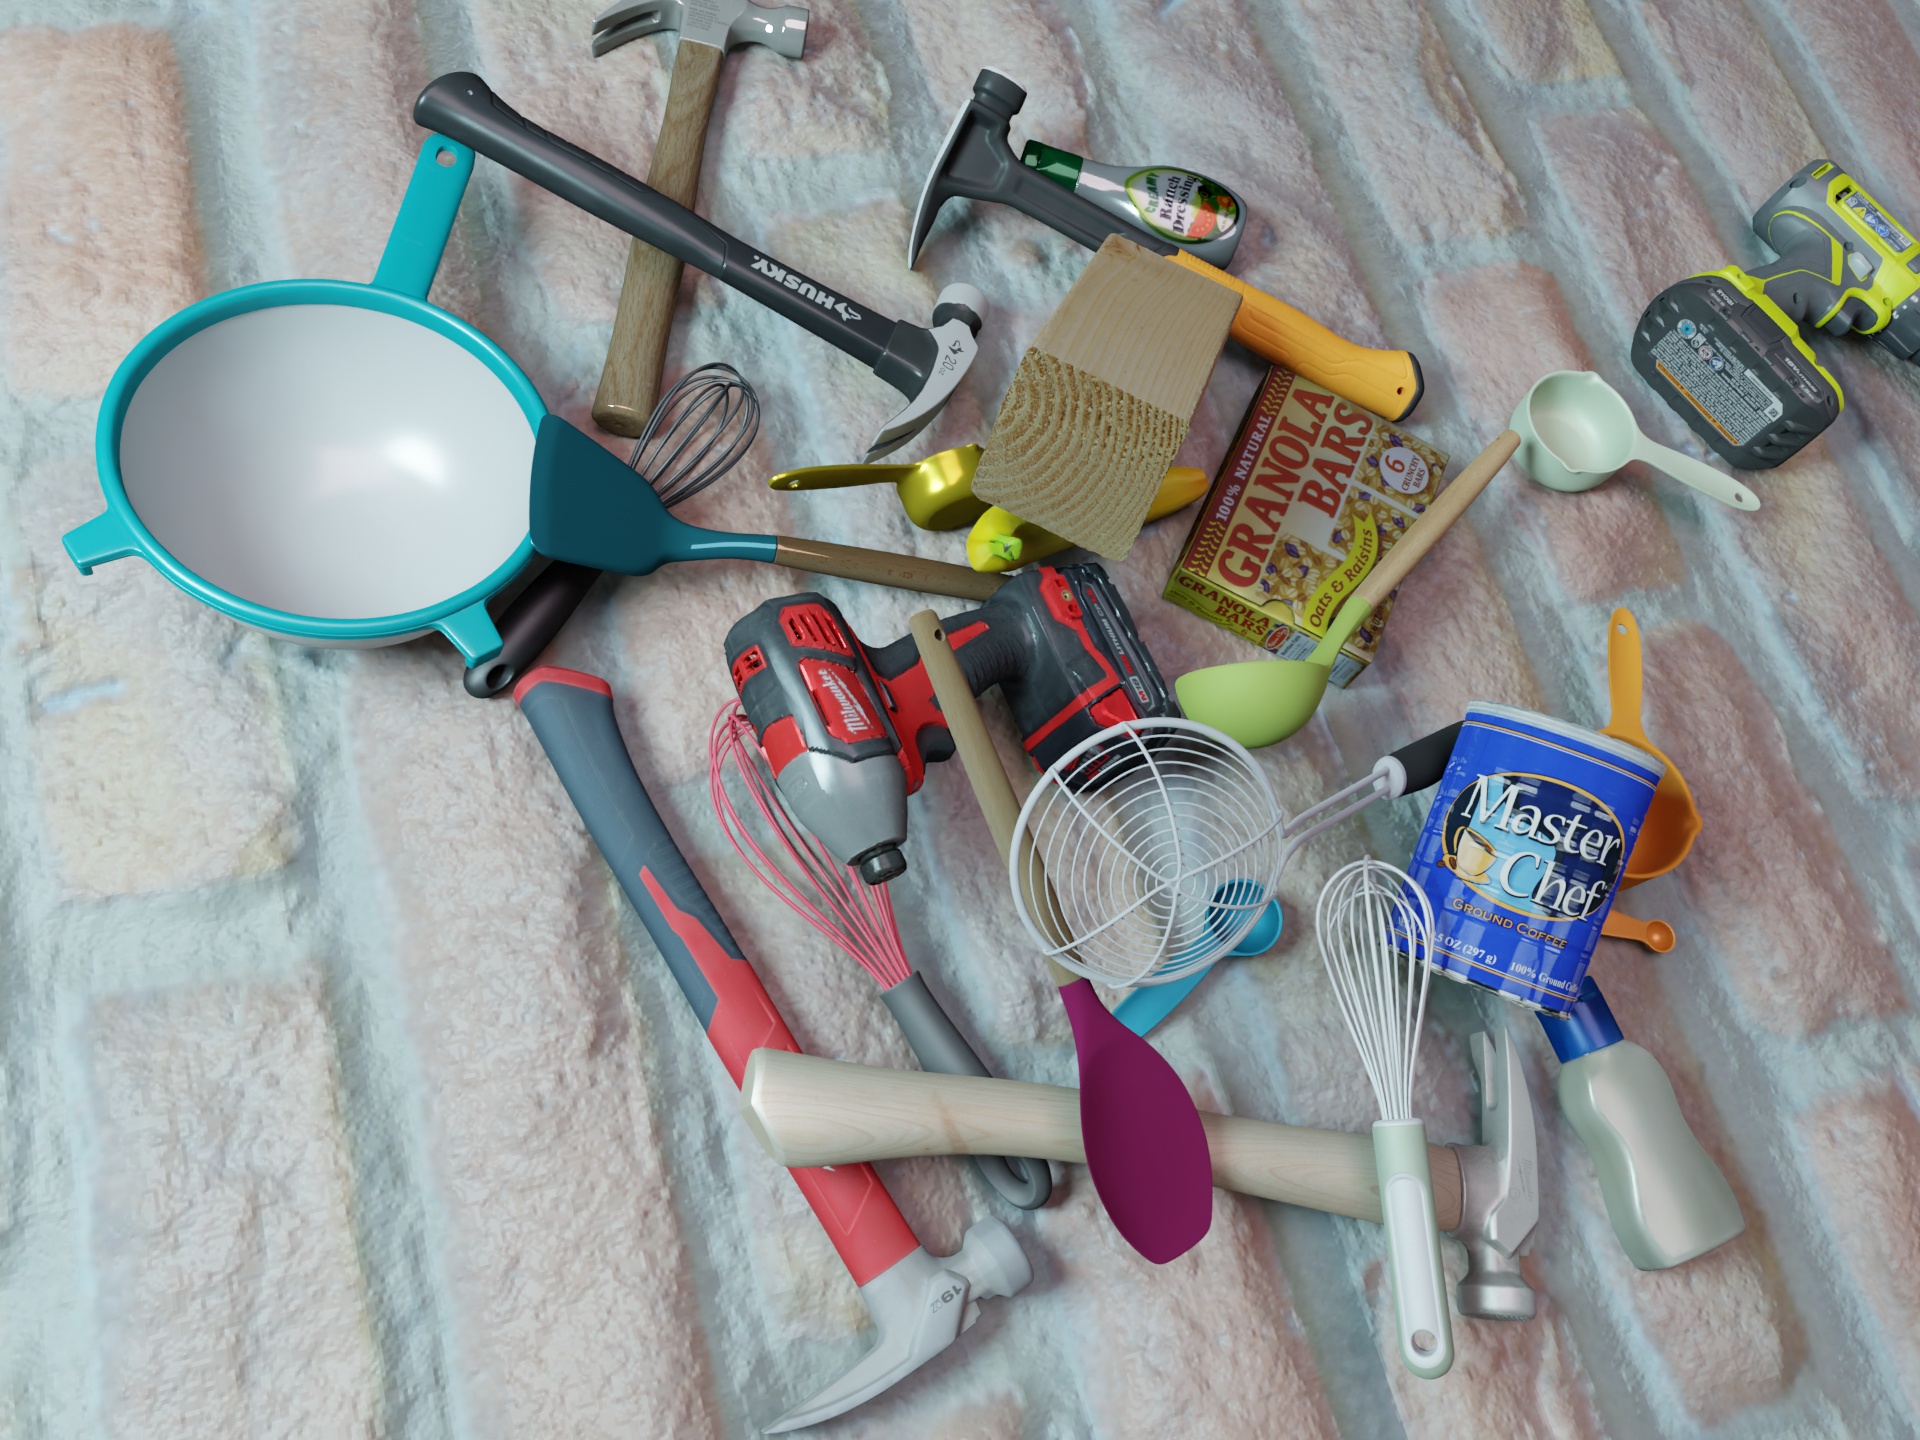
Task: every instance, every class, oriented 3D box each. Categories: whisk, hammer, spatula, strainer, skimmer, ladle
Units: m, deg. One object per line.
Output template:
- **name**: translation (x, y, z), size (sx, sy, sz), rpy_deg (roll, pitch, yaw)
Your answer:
- **whisk**: translation (-0.187, -0.104, 0.863), size (0.055, 0.055, 0.239), rpy_deg (35, 70, 3)
- **hammer**: translation (-0.177, -0.318, 0.959), size (0.130, 0.031, 0.331), rpy_deg (10, 66, -8)
- **whisk**: translation (-0.041, 0.115, 0.794), size (0.073, 0.073, 0.296), rpy_deg (-30, 83, -22)
- **hammer**: translation (-0.127, 0.143, 0.776), size (0.143, 0.038, 0.386), rpy_deg (-29, 77, -20)
- **hammer**: translation (0.099, 0.195, 0.773), size (0.410, 0.038, 0.146), rpy_deg (12, 67, -15)
- **spatula**: translation (-0.072, -0.092, 0.857), size (0.317, 0.044, 0.082), rpy_deg (8, 62, -20)
- **strainer**: translation (-0.311, -0.167, 0.840), size (0.211, 0.095, 0.341), rpy_deg (14, 57, -14)
- **skimmer**: translation (0.167, 0.037, 0.813), size (0.363, 0.090, 0.127), rpy_deg (-17, 112, -50)
- **hammer**: translation (0.134, -0.267, 0.988), size (0.336, 0.034, 0.127), rpy_deg (26, 98, -8)
- **hammer**: translation (-0.148, -0.266, 0.902), size (0.334, 0.035, 0.146), rpy_deg (27, 53, -11)
- **whisk**: translation (0.211, 0.187, 0.769), size (0.058, 0.059, 0.246), rpy_deg (-9, 74, 18)
- **ladle**: translation (0.232, -0.089, 0.897), size (0.320, 0.078, 0.062), rpy_deg (-43, 103, -30)

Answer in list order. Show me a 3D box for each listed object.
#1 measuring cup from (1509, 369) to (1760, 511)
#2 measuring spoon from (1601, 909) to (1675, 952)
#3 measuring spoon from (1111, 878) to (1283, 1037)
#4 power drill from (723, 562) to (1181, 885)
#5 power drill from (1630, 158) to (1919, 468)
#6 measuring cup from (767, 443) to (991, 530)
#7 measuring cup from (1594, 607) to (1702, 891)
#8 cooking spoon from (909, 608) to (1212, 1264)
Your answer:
- **measuring cup**: translation (0.431, -0.165, 1.025), size (0.167, 0.038, 0.083), rpy_deg (24, 65, -4)
- **measuring spoon**: translation (0.351, 0.112, 0.908), size (0.117, 0.011, 0.021), rpy_deg (15, 65, -2)
- **measuring spoon**: translation (0.118, 0.134, 0.847), size (0.128, 0.021, 0.042), rpy_deg (-39, 80, -14)
- **power drill**: translation (-0.001, -0.003, 0.801), size (0.219, 0.078, 0.143), rpy_deg (-12, 70, -39)
- **power drill**: translation (0.585, -0.266, 1.079), size (0.228, 0.080, 0.191), rpy_deg (-34, 78, -25)
- **measuring cup**: translation (-0.040, -0.123, 0.869), size (0.156, 0.062, 0.029), rpy_deg (-11, 73, -45)
- **measuring cup**: translation (0.374, 0.018, 0.929), size (0.095, 0.052, 0.174), rpy_deg (15, 64, -6)
- **cooking spoon**: translation (0.042, 0.097, 0.737), size (0.068, 0.017, 0.319), rpy_deg (-21, 87, -34)
